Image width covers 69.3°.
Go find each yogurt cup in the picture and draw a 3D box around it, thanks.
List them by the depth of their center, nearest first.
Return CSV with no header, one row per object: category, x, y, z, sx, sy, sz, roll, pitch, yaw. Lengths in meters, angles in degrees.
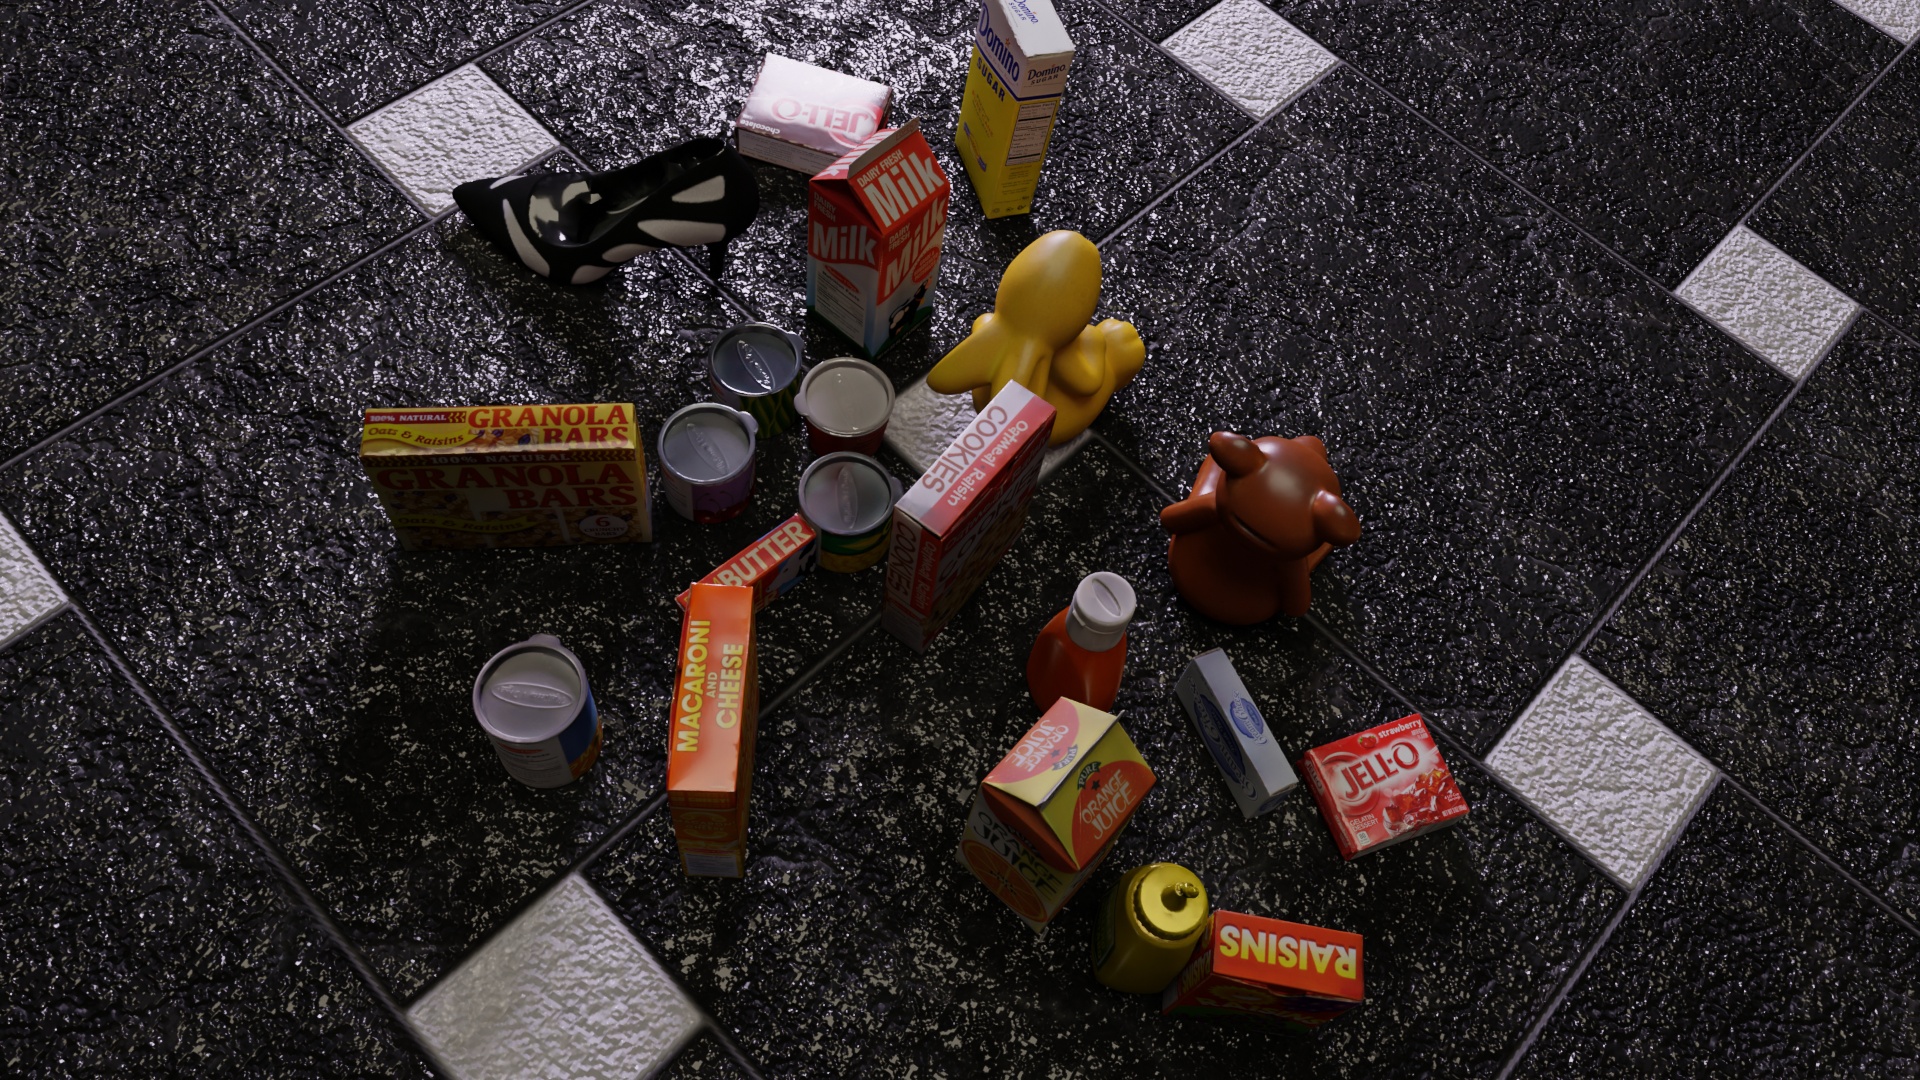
yogurt cup,-0.083,-0.091,1.008,0.072,0.053,0.073,3,61,-5

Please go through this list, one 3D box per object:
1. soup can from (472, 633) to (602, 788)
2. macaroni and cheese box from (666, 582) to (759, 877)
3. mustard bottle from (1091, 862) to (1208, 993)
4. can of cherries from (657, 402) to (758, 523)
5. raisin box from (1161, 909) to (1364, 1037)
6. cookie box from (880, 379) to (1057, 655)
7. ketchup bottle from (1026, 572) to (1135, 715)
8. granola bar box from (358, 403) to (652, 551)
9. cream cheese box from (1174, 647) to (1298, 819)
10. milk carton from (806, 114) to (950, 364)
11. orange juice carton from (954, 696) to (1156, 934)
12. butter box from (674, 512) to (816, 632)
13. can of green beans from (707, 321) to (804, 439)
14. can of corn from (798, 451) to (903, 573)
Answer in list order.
soup can,-0.258,0.107,0.859,0.071,0.083,0.071,3,61,-5
macaroni and cheese box,-0.144,0.117,0.820,0.040,0.165,0.124,3,61,-5
mustard bottle,0.111,0.217,0.798,0.049,0.159,0.065,9,61,-2
can of cherries,-0.174,-0.054,0.974,0.071,0.058,0.072,3,61,-5
raisin box,0.172,0.254,0.806,0.086,0.122,0.040,11,60,-1
cookie box,0.003,-0.011,0.909,0.040,0.166,0.123,34,63,12
ketchup bottle,0.078,0.070,0.883,0.044,0.148,0.065,-27,68,-20
granola bar box,-0.292,-0.041,0.915,0.166,0.123,0.039,-2,61,-8
cream cheese box,0.181,0.128,0.918,0.024,0.053,0.104,-19,65,-16
milk carton,-0.061,-0.222,1.006,0.073,0.189,0.072,39,64,15
orange juice carton,0.055,0.157,0.806,0.073,0.191,0.072,40,64,15
butter box,-0.142,0.029,0.934,0.104,0.053,0.024,-37,71,-23
can of green beans,-0.149,-0.116,1.012,0.071,0.057,0.071,3,61,-5
can of corn,-0.077,-0.019,0.966,0.071,0.058,0.071,3,61,-5
